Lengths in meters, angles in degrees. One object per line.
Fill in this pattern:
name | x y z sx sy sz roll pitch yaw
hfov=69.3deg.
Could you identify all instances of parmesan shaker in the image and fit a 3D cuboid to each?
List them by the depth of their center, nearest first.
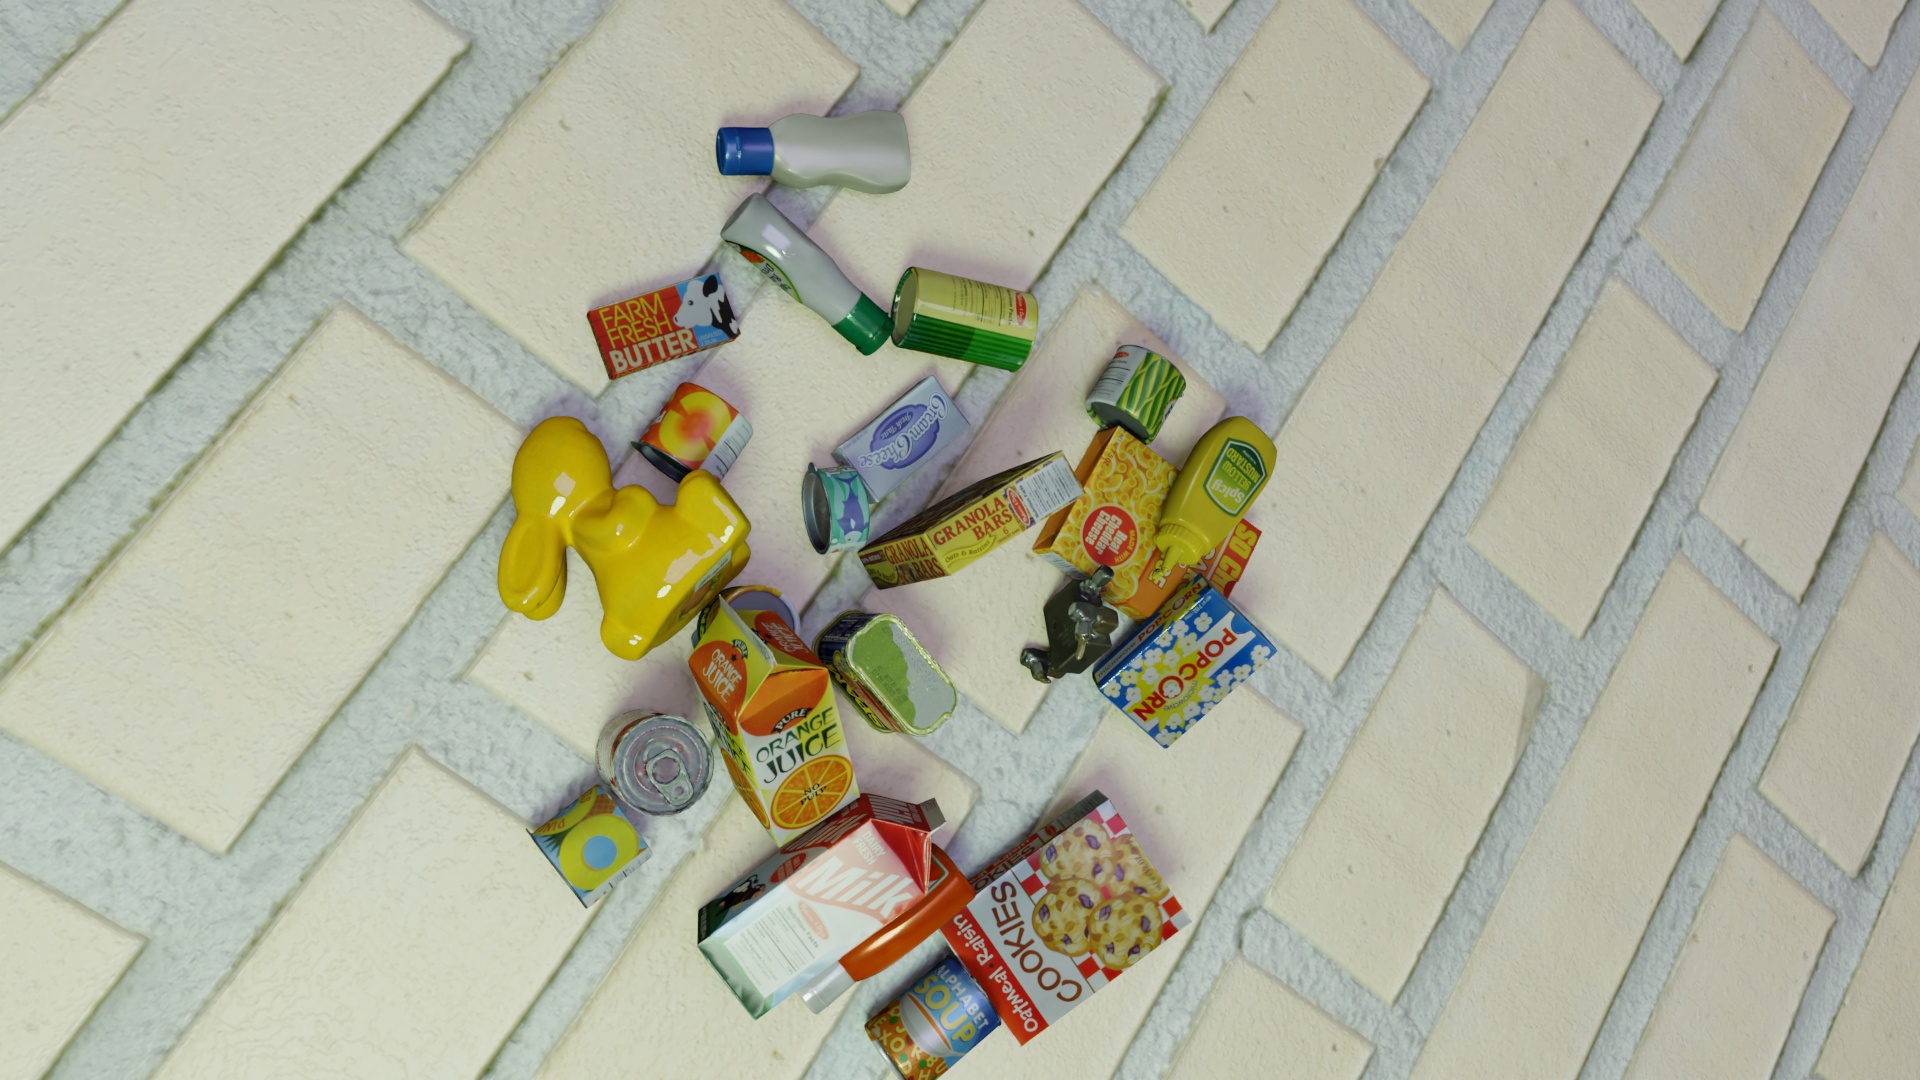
parmesan shaker | 0.002 -0.178 1.110 0.103 0.071 0.071 9 83 -20

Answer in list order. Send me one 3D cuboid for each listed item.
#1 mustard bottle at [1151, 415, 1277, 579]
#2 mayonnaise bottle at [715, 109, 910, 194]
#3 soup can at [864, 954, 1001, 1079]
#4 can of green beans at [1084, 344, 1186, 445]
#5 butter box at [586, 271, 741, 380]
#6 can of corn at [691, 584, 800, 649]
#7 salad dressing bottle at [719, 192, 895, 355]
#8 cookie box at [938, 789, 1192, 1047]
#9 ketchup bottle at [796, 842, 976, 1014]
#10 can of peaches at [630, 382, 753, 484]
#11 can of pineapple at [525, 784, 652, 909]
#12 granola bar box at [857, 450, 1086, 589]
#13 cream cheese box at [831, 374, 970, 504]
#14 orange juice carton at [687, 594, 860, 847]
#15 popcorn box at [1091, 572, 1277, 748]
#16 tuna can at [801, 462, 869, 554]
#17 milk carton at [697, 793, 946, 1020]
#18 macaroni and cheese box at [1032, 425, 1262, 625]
mustard bottle | 0.202 -0.029 1.141 0.065 0.048 0.161 40 67 -13
mayonnaise bottle | -0.115 -0.304 1.085 0.148 0.041 0.065 -6 87 -21
soup can | -0.021 0.367 1.054 0.084 0.071 0.071 -35 99 -20
can of green beans | 0.146 -0.121 1.162 0.071 0.071 0.058 36 75 -16
butter box | -0.222 -0.161 1.039 0.104 0.024 0.053 -23 94 -22
can of corn | -0.159 0.067 1.028 0.071 0.058 0.071 2 85 -22
salad dressing bottle | -0.115 -0.202 1.068 0.147 0.064 0.044 40 84 -22
cookie box | 0.078 0.296 1.095 0.167 0.040 0.123 -34 97 -6
ketchup bottle | -0.061 0.295 1.050 0.149 0.065 0.043 -38 115 -12
can of peaches | -0.196 -0.076 1.021 0.071 0.071 0.058 37 74 -16
can of pineapple | -0.259 0.212 0.972 0.058 0.071 0.071 -38 100 -20
granola bar box | 0.004 -0.013 1.043 0.124 0.165 0.039 -31 96 -21
cream cheese box | -0.047 -0.081 1.103 0.104 0.024 0.053 -41 101 -20
orange juice carton | -0.132 0.121 0.971 0.073 0.072 0.191 -30 138 -21
popcorn box | 0.183 0.100 1.143 0.126 0.038 0.085 -44 108 11
tuna can | -0.095 -0.026 1.057 0.033 0.071 0.071 -8 89 -23
milk carton | -0.092 0.251 1.010 0.191 0.072 0.073 -35 100 -5
macaroni and cheese box | 0.160 0.001 1.172 0.166 0.040 0.124 34 75 -16
